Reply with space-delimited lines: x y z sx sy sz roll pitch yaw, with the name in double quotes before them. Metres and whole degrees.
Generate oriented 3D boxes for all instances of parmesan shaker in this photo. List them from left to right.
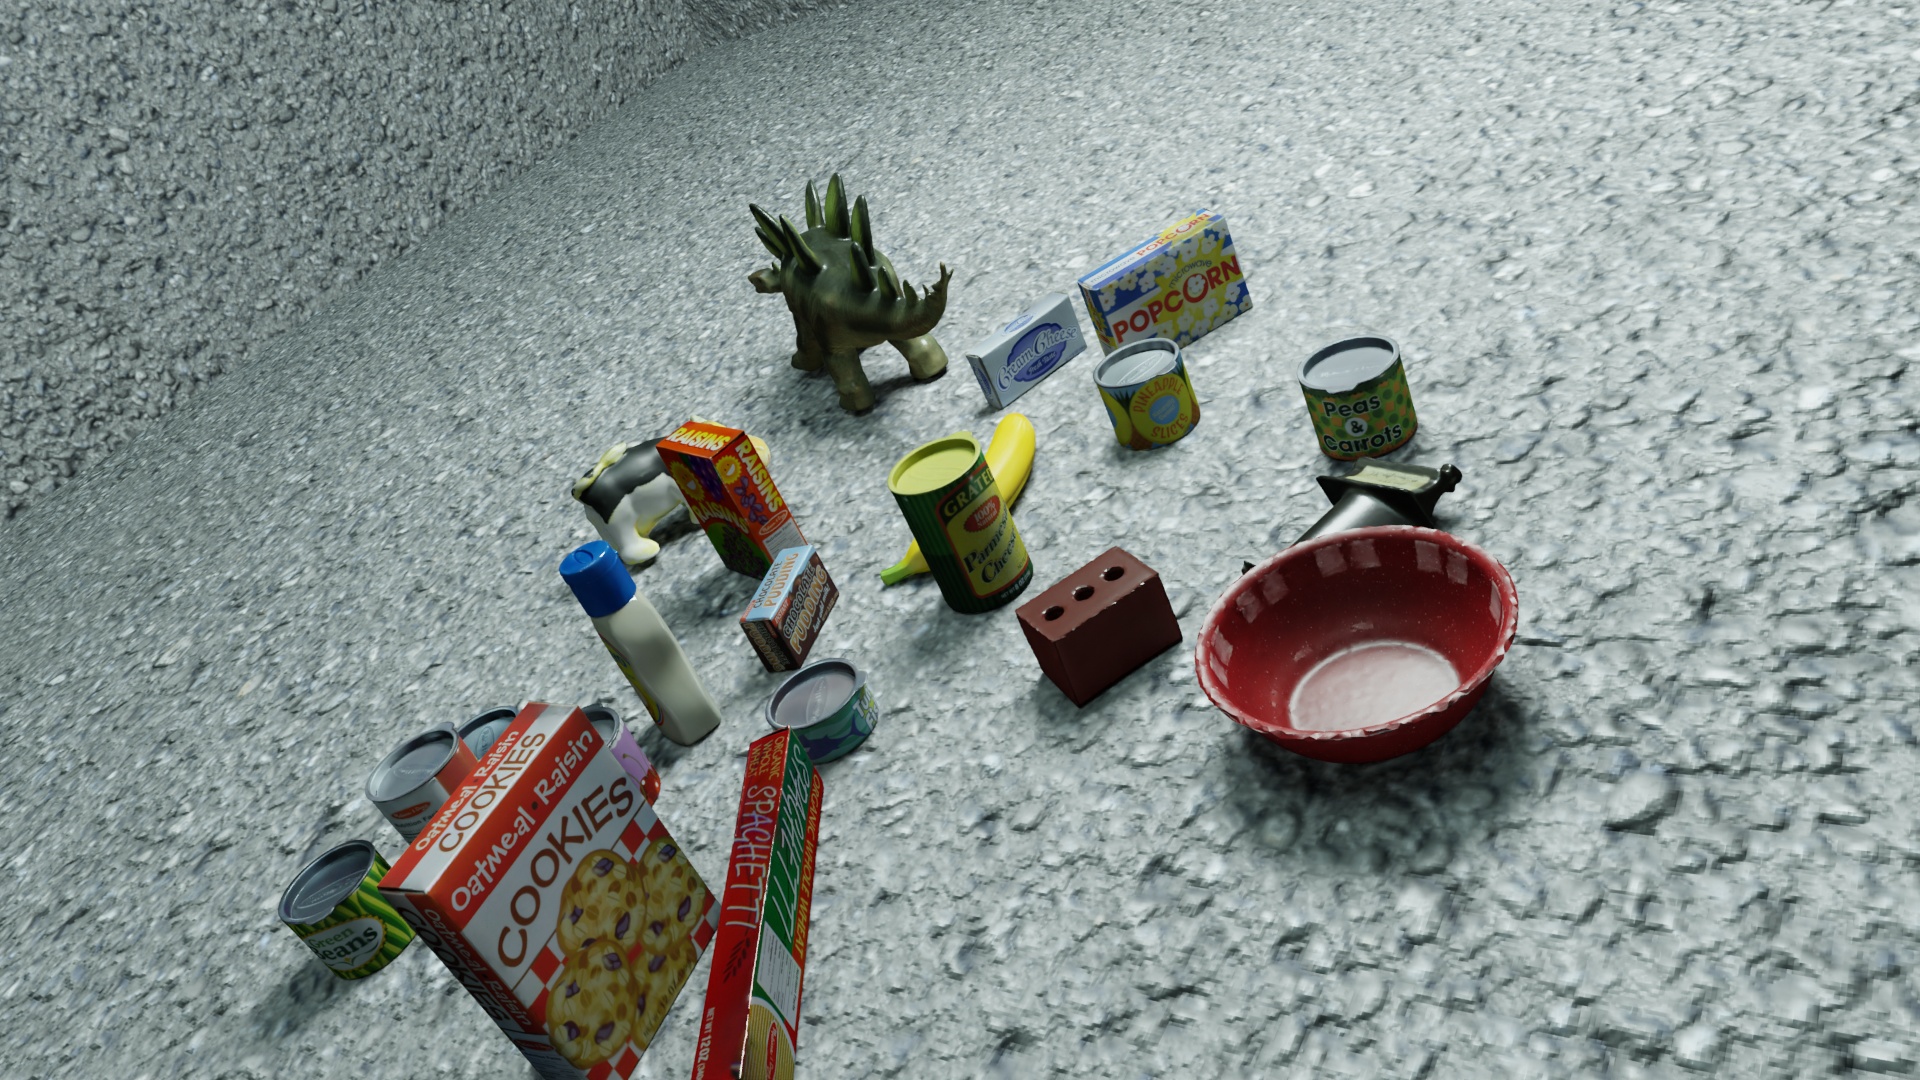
"parmesan shaker" 0.003 -0.012 0.931 0.071 0.102 0.072 -19 30 12

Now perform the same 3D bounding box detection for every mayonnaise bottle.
"mayonnaise bottle" -0.214 0.068 0.926 0.041 0.147 0.065 -39 32 -21

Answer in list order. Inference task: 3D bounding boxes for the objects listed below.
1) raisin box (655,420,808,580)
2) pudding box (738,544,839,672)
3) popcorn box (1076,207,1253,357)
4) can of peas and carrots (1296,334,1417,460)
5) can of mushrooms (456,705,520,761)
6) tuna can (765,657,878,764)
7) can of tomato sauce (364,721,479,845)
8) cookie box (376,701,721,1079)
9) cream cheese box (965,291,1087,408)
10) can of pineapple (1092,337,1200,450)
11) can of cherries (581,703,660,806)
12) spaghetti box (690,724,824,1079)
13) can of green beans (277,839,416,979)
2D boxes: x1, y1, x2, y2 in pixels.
"raisin box" -0.173 -0.030 1.074 0.040 0.123 0.086 -42 33 -26
"pudding box" -0.121 0.047 0.986 0.030 0.049 0.084 -10 33 26
"popcorn box" 0.166 -0.200 1.124 0.127 0.085 0.038 -31 30 -9
"can of peas and carrots" 0.260 -0.092 0.909 0.071 0.058 0.071 -19 30 12
"can of mushrooms" -0.341 0.154 1.000 0.071 0.033 0.071 -19 30 12
"tuna can" -0.085 0.107 0.881 0.071 0.032 0.071 -19 30 12
"can of tomato sauce" -0.338 0.174 0.916 0.071 0.082 0.071 -19 30 12
"cookie box" -0.202 0.185 0.711 0.040 0.166 0.123 -6 35 31
"cream cheese box" 0.058 -0.162 1.178 0.104 0.053 0.024 -37 31 -19
"can of pineapple" 0.139 -0.107 1.026 0.071 0.057 0.071 -19 30 12
"can of cherries" -0.236 0.150 0.902 0.071 0.058 0.072 -19 30 12
"spaghetti box" -0.102 0.197 0.734 0.028 0.050 0.251 -20 30 11
"can of green beans" -0.386 0.235 0.882 0.071 0.057 0.071 -19 30 12
